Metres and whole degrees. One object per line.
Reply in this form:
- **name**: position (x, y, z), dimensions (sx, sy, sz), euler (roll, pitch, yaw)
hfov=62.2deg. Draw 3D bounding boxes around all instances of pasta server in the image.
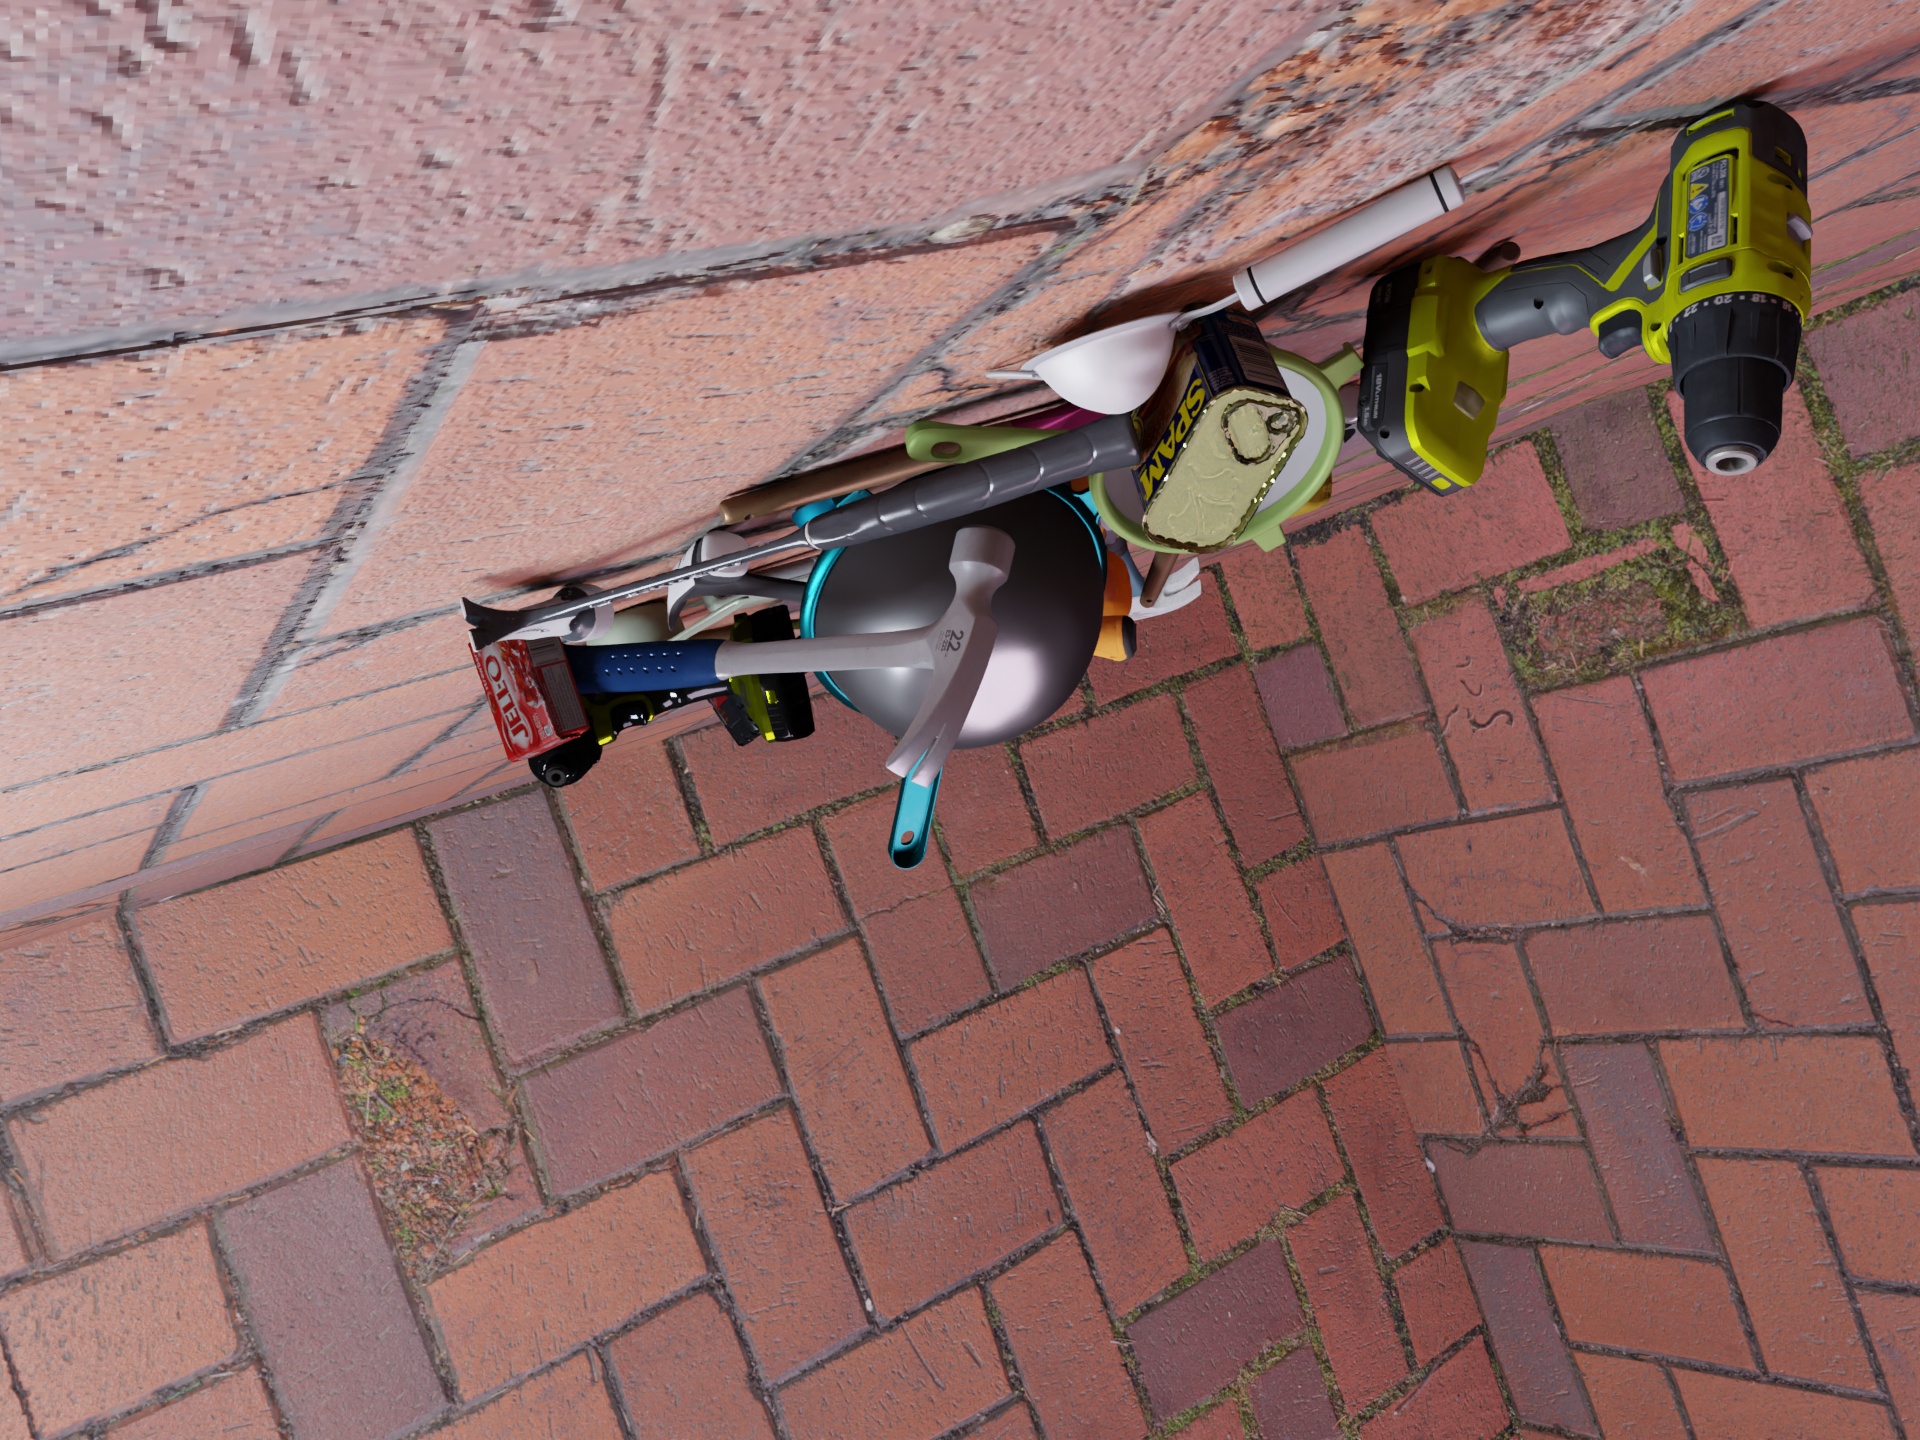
- **pasta server**: position (0.335, -0.272, 1.109), dimensions (0.060, 0.040, 0.316), euler (-32, 179, 0)

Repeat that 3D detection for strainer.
- **strainer**: position (-0.002, -0.003, 1.056), dimensions (0.211, 0.095, 0.340), euler (-4, 130, -20)
- **strainer**: position (0.131, -0.201, 0.760), dimensions (0.258, 0.050, 0.087), euler (-23, 180, 23)
- **strainer**: position (0.091, -0.173, 0.919), dimensions (0.256, 0.069, 0.151), euler (0, 140, -13)

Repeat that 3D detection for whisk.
- **whisk**: position (-0.080, -0.125, 1.236), dimensions (0.246, 0.058, 0.059), euler (-16, 145, -10)

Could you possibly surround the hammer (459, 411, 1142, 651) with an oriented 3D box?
- **hammer**: position (-0.093, -0.101, 0.884), dimensions (0.409, 0.036, 0.149), euler (-14, -177, 22)

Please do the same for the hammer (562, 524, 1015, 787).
- **hammer**: position (-0.141, -0.033, 0.983), dimensions (0.406, 0.144, 0.035), euler (-1, 158, 42)

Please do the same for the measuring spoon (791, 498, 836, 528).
- **measuring spoon**: position (-0.056, -0.141, 0.999), dimensions (0.128, 0.021, 0.042), euler (-20, 179, 42)

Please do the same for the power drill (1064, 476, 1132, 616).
- **power drill**: position (0.093, -0.124, 1.151), dimensions (0.185, 0.084, 0.226), euler (-4, 160, -2)

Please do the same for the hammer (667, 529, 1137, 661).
- **hammer**: position (-0.032, -0.074, 1.100), dimensions (0.336, 0.034, 0.127), euler (7, 165, -23)

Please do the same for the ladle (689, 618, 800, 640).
- **ladle**: position (-0.211, -0.083, 1.365), dimensions (0.320, 0.062, 0.078), euler (-13, 177, 2)

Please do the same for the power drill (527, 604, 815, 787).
- **power drill**: position (-0.235, -0.014, 1.270), dimensions (0.223, 0.080, 0.171), euler (-14, -152, -3)

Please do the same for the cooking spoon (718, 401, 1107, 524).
- **cooking spoon**: position (0.007, -0.166, 0.949), dimensions (0.319, 0.017, 0.068), euler (-19, 166, -20)

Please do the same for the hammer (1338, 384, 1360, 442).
- **hammer**: position (0.218, -0.231, 1.477), dimensions (0.335, 0.035, 0.146), euler (-19, 179, 16)

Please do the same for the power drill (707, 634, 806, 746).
- **power drill**: position (-0.136, -0.069, 1.524), dimensions (0.227, 0.080, 0.188), euler (-34, -178, -18)

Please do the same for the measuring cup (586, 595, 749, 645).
- **measuring cup**: position (-0.217, -0.078, 1.190), dimensions (0.167, 0.038, 0.083), euler (-22, 178, 40)

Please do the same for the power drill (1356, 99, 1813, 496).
- **power drill**: position (0.328, -0.198, 0.839), dimensions (0.080, 0.191, 0.228), euler (24, 157, -35)

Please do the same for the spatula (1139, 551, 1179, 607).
- **spatula**: position (0.169, -0.161, 1.152), dimensions (0.060, 0.018, 0.315), euler (9, 155, -3)

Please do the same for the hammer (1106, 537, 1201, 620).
- **hammer**: position (0.117, -0.143, 1.279), dimensions (0.128, 0.033, 0.330), euler (-8, 163, 13)
